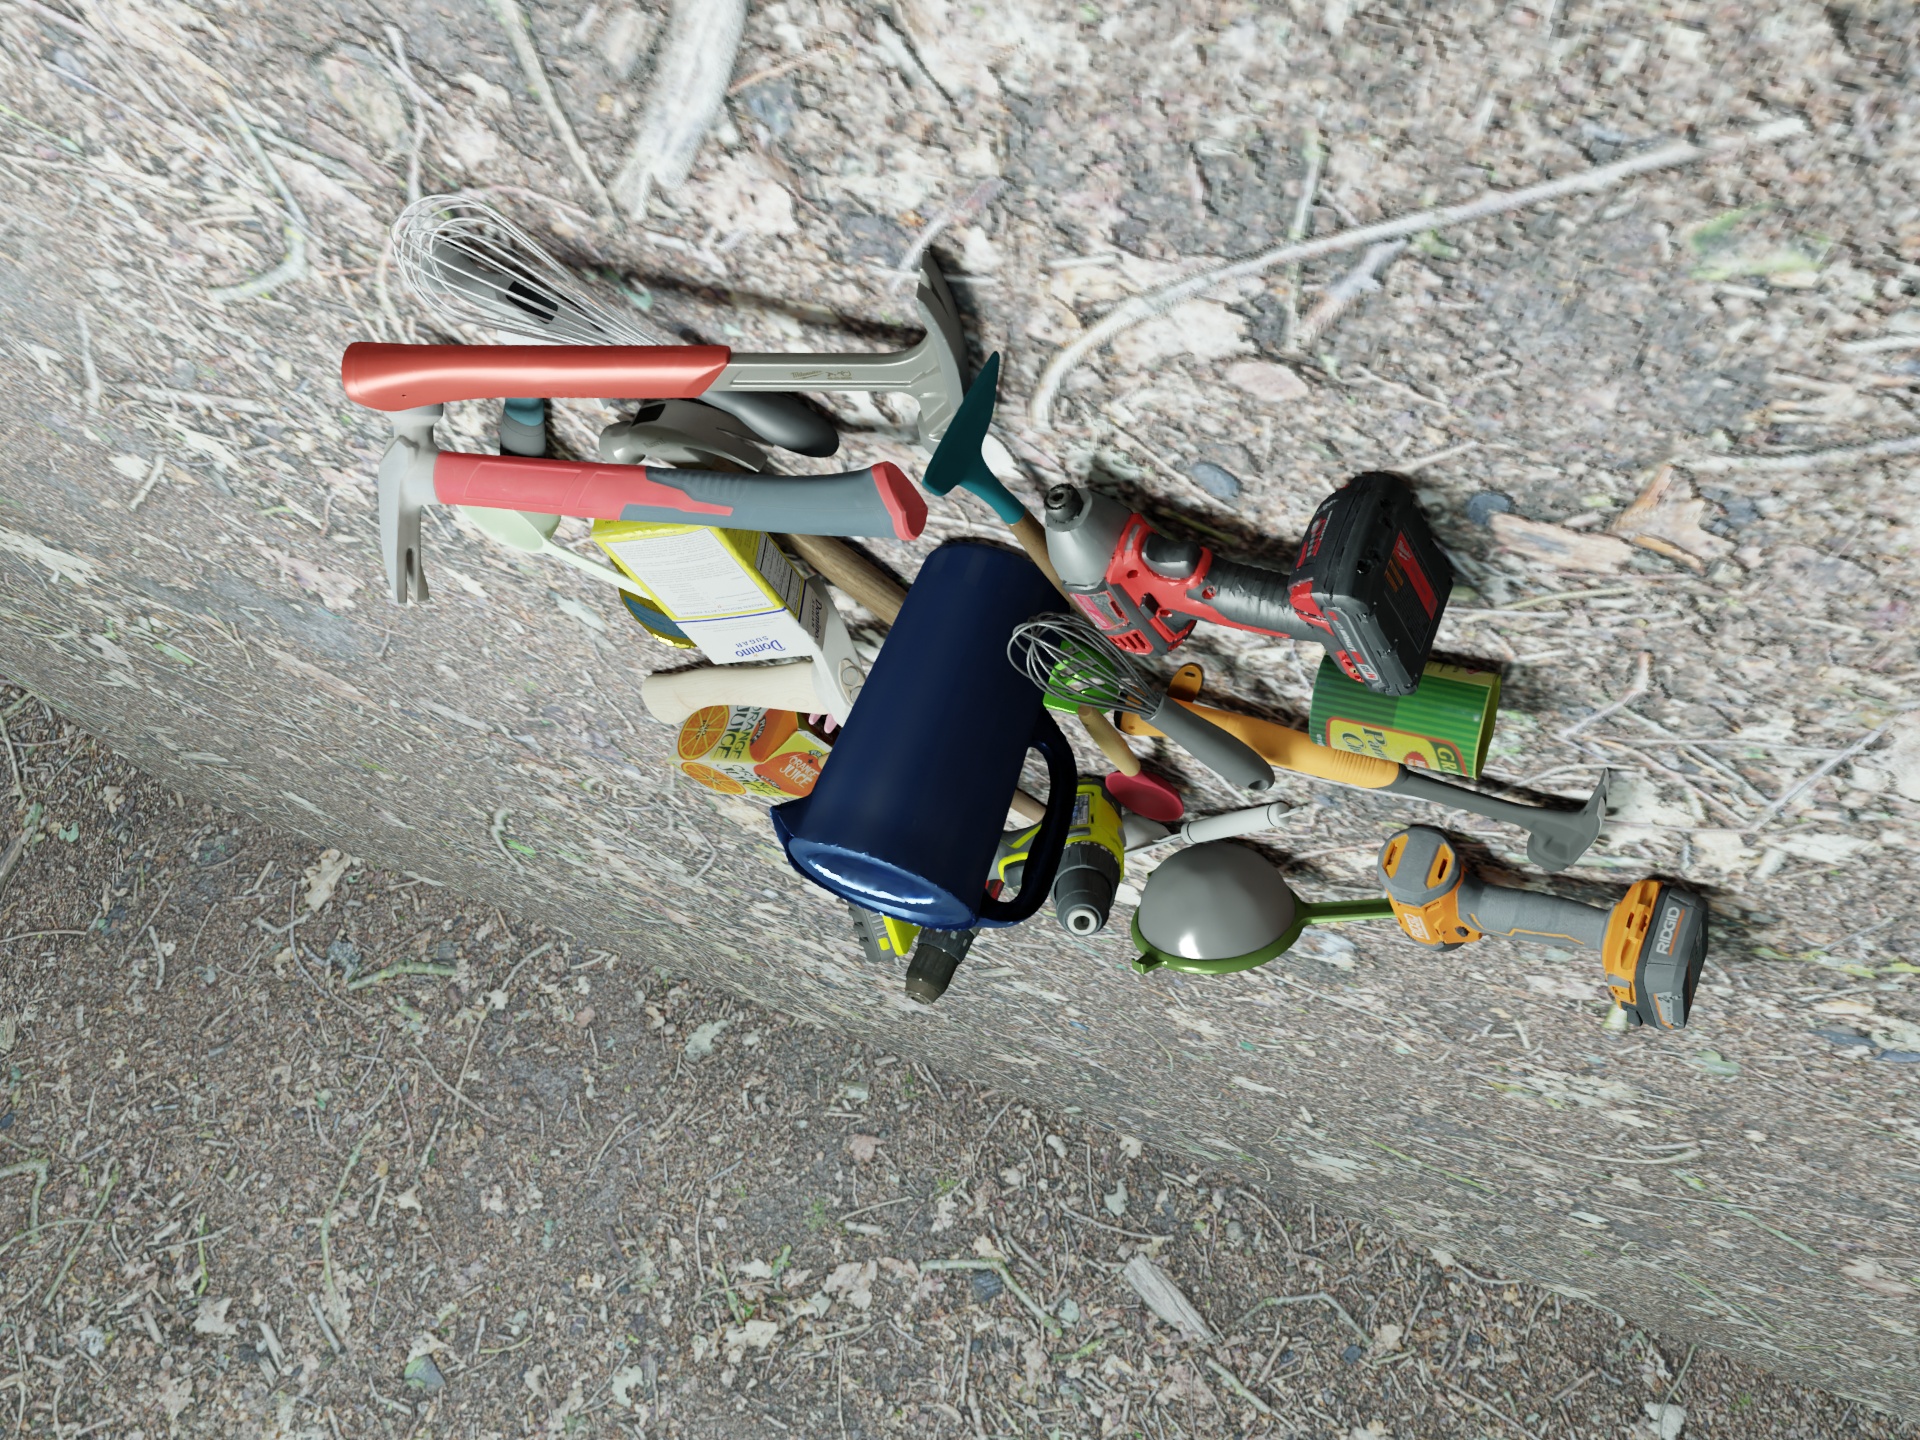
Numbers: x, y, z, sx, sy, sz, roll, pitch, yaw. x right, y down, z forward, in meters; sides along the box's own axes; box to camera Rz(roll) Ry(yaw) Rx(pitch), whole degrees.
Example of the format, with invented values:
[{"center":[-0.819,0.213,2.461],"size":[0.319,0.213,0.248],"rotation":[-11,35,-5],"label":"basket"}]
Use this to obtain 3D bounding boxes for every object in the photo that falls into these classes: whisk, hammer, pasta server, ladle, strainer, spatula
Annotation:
[{"center":[-0.198,-0.223,0.941],"size":[0.284,0.070,0.070],"rotation":[25,160,-19],"label":"whisk"},{"center":[0.271,0.030,1.107],"size":[0.337,0.034,0.127],"rotation":[15,159,12],"label":"hammer"},{"center":[-0.004,0.045,1.429],"size":[0.316,0.040,0.060],"rotation":[33,146,-29],"label":"pasta server"},{"center":[-0.193,-0.038,1.368],"size":[0.411,0.038,0.146],"rotation":[0,116,58],"label":"hammer"},{"center":[-0.305,-0.210,1.107],"size":[0.128,0.033,0.331],"rotation":[26,159,-8],"label":"hammer"},{"center":[0.123,0.030,1.200],"size":[0.069,0.031,0.315],"rotation":[18,172,19],"label":"ladle"},{"center":[0.267,0.144,1.349],"size":[0.256,0.152,0.069],"rotation":[-6,116,16],"label":"strainer"},{"center":[-0.205,-0.128,1.005],"size":[0.386,0.143,0.038],"rotation":[8,-168,21],"label":"hammer"},{"center":[0.125,-0.007,1.050],"size":[0.238,0.055,0.055],"rotation":[30,158,-29],"label":"whisk"},{"center":[0.051,-0.109,0.971],"size":[0.044,0.082,0.317],"rotation":[23,170,34],"label":"spatula"},{"center":[-0.093,-0.118,1.125],"size":[0.331,0.031,0.130],"rotation":[36,156,-33],"label":"hammer"},{"center":[-0.175,-0.199,0.883],"size":[0.359,0.037,0.149],"rotation":[2,157,9],"label":"hammer"},{"center":[0.192,0.094,1.351],"size":[0.087,0.050,0.258],"rotation":[-12,176,-39],"label":"strainer"}]

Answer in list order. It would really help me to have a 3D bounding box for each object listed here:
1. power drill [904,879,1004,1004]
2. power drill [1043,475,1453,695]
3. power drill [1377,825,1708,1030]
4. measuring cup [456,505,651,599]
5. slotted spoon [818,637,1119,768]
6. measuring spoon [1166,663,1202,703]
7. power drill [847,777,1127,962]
[{"center":[-0.041,0.149,1.516],"size":[0.080,0.188,0.226],"rotation":[8,151,37],"label":"power drill"},{"center":[0.152,-0.085,0.907],"size":[0.220,0.078,0.143],"rotation":[9,156,39],"label":"power drill"},{"center":[0.441,0.160,1.215],"size":[0.227,0.084,0.164],"rotation":[14,159,31],"label":"power drill"},{"center":[-0.285,-0.138,1.153],"size":[0.167,0.038,0.083],"rotation":[27,159,-5],"label":"measuring cup"},{"center":[-0.002,-0.004,1.219],"size":[0.314,0.031,0.070],"rotation":[-19,114,40],"label":"slotted spoon"},{"center":[0.159,-0.017,1.158],"size":[0.021,0.011,0.116],"rotation":[18,156,4],"label":"measuring spoon"},{"center":[0.025,0.130,1.314],"size":[0.228,0.191,0.080],"rotation":[-12,113,12],"label":"power drill"}]
